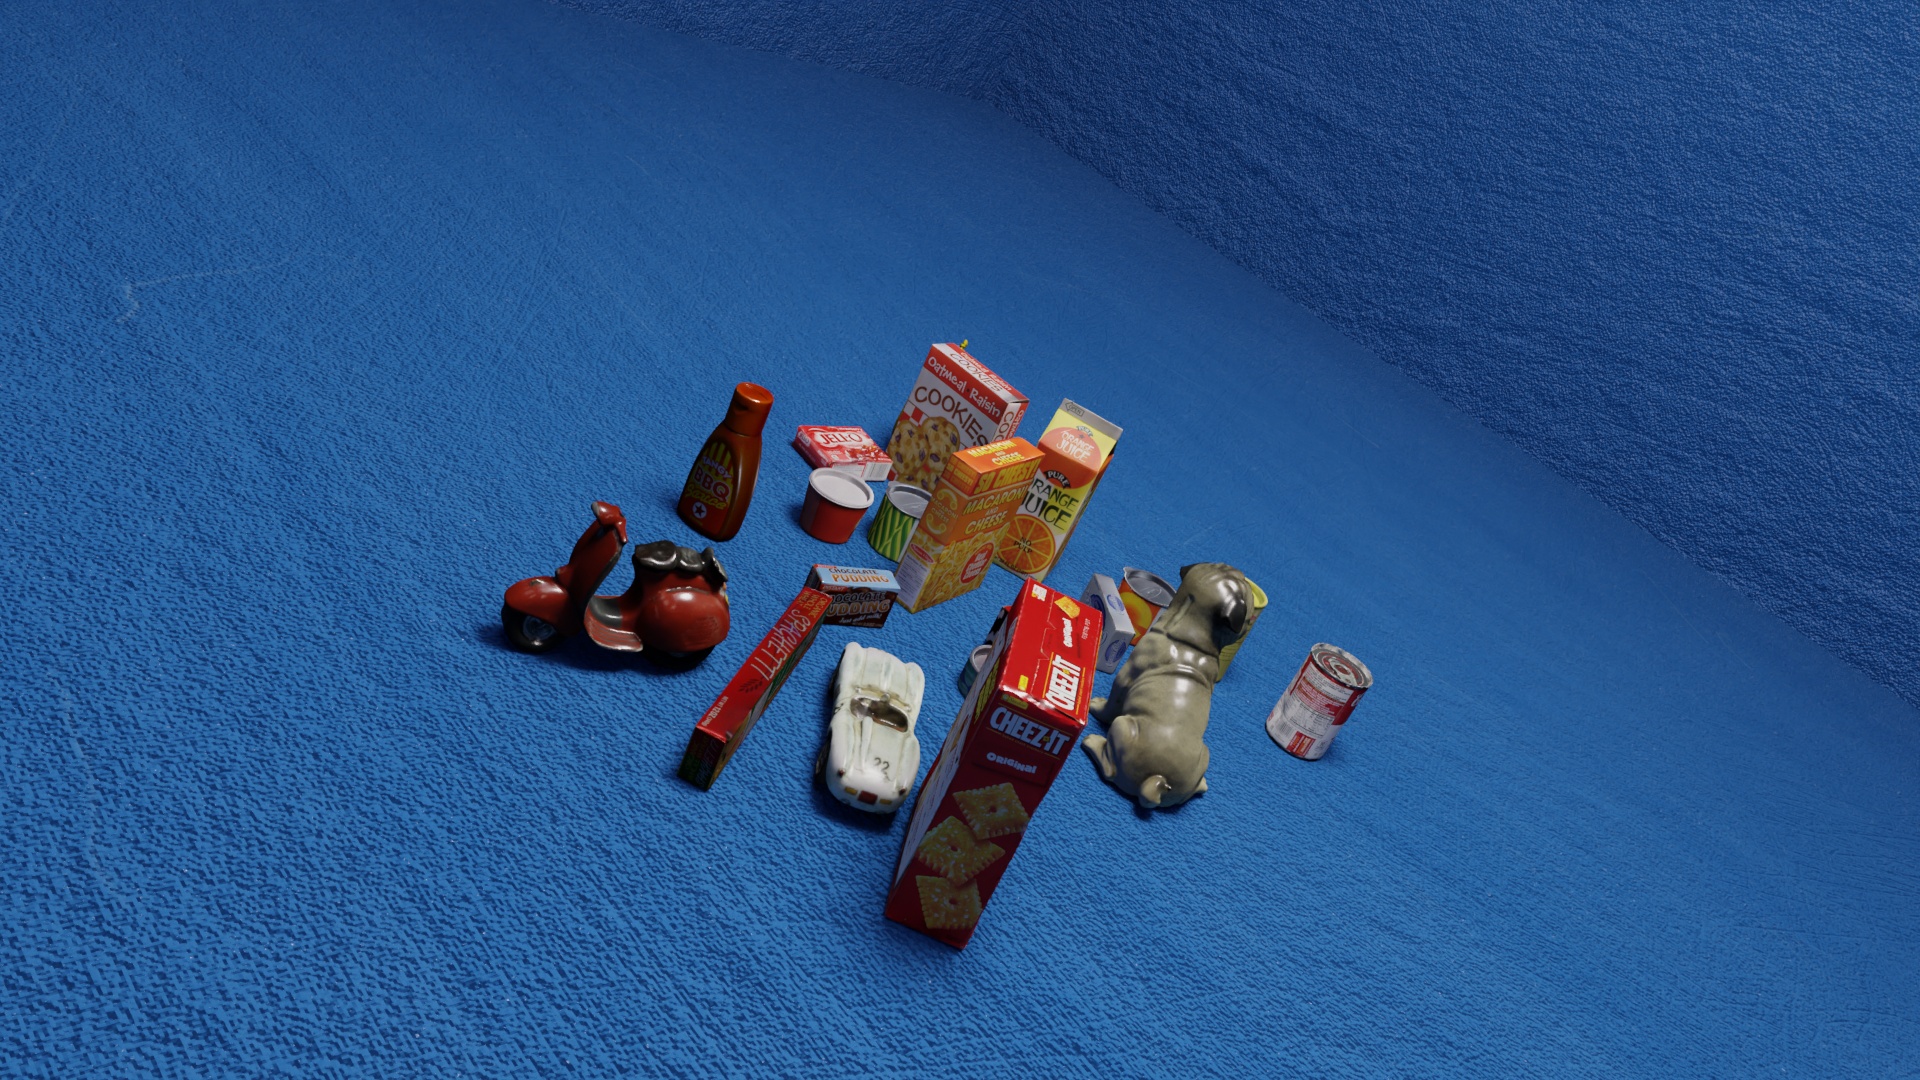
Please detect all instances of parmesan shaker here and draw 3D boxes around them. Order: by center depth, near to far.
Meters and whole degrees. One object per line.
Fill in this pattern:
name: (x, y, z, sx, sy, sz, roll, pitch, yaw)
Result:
parmesan shaker: (0.267, 0.089, 1.462, 0.071, 0.102, 0.071, 20, 26, -11)

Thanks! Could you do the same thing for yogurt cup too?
yogurt cup: (-0.128, -0.033, 1.397, 0.072, 0.053, 0.073, 20, 27, -11)

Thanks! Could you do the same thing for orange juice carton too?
orange juice carton: (0.101, -0.054, 1.480, 0.072, 0.191, 0.073, 29, 26, 8)

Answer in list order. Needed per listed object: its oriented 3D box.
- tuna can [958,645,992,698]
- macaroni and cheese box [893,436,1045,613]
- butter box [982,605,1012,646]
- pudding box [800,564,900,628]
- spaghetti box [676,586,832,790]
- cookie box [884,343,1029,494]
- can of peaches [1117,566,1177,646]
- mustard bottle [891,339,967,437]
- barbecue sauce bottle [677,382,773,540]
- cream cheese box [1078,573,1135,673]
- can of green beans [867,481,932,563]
tuna can: (0.033, 0.127, 1.268, 0.071, 0.032, 0.071, 20, 27, -10)
macaroni and cheese box: (0.005, -0.017, 1.357, 0.040, 0.165, 0.124, 37, 28, 22)
butter box: (0.066, 0.112, 1.301, 0.024, 0.053, 0.104, -1, 37, -43)
pudding box: (-0.102, 0.051, 1.271, 0.084, 0.049, 0.030, 7, 32, -33)
spaghetti box: (-0.159, 0.110, 1.112, 0.029, 0.050, 0.251, 26, 26, 2)
cookie box: (-0.009, -0.114, 1.522, 0.123, 0.166, 0.040, 40, 30, 28)
can of peaches: (0.190, 0.071, 1.479, 0.071, 0.057, 0.071, 20, 27, -11)
mustard bottle: (-0.027, -0.160, 1.599, 0.065, 0.159, 0.049, 12, 29, -25)
barbecue sauce bottle: (-0.214, -0.075, 1.293, 0.065, 0.147, 0.044, 34, 27, 17)
cream cheese box: (0.147, 0.084, 1.422, 0.024, 0.053, 0.104, 16, 28, -18)
can of green beans: (-0.056, -0.017, 1.425, 0.071, 0.057, 0.071, 20, 27, -11)
